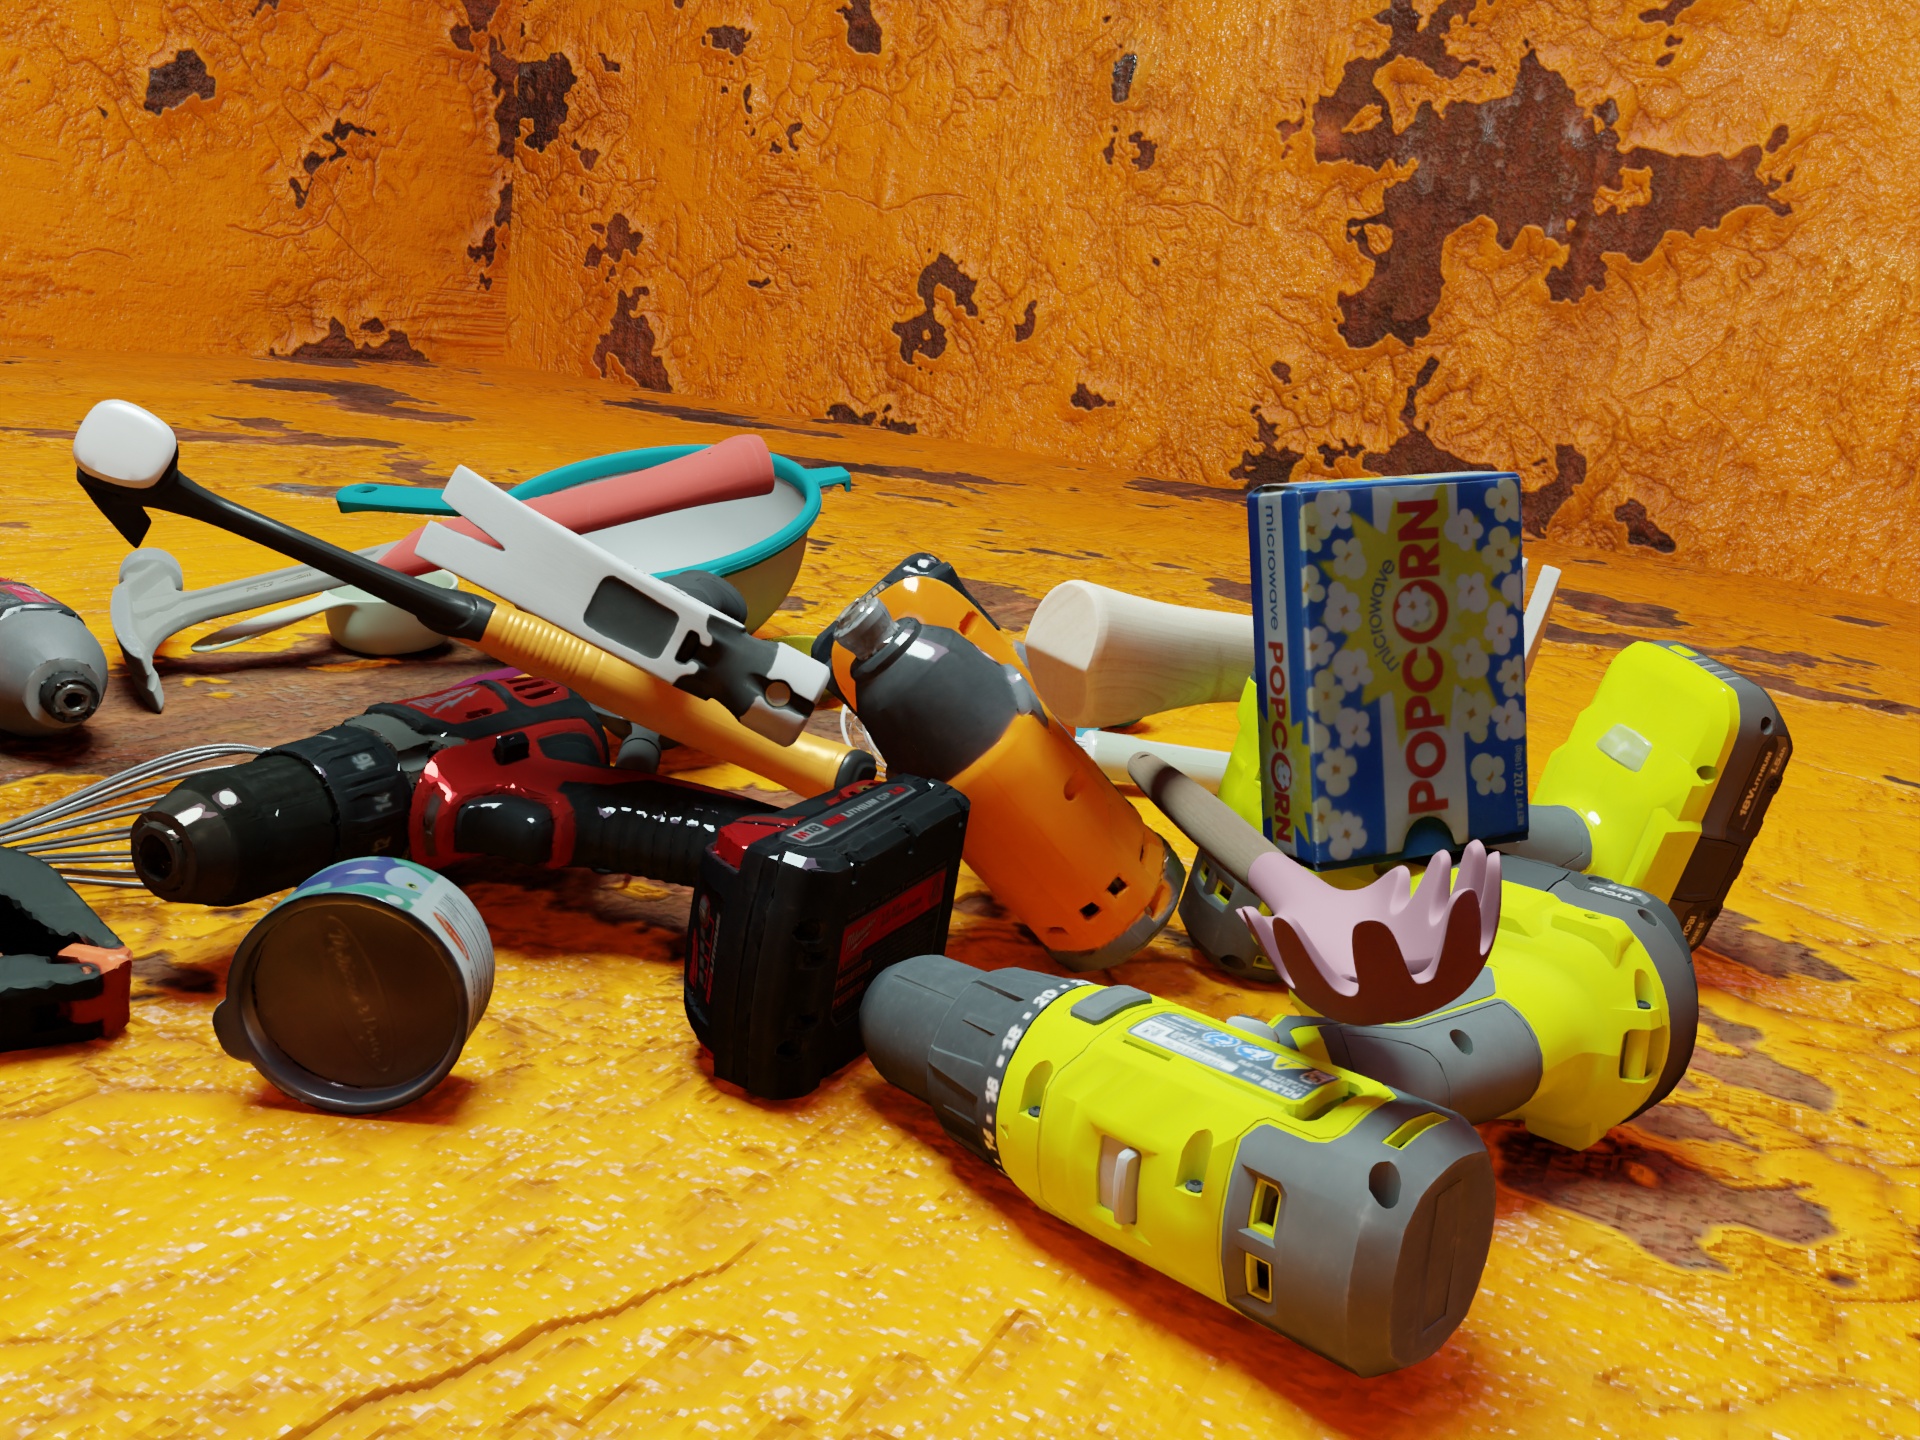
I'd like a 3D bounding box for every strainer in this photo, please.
[{"bbox_3d":[-0.150,0.014,0.742,0.087,0.050,0.259,5,20,-6],"label":"strainer"},{"bbox_3d":[-0.246,-0.097,1.003,0.340,0.095,0.211,7,32,21],"label":"strainer"}]

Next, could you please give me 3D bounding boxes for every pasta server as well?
[{"bbox_3d":[0.090,0.036,0.508,0.060,0.040,0.316,-16,10,-3],"label":"pasta server"}]

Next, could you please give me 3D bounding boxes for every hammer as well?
[{"bbox_3d":[-0.271,-0.097,0.876,0.359,0.036,0.149,-18,33,-21],"label":"hammer"},{"bbox_3d":[0.164,-0.028,0.699,0.038,0.146,0.410,26,12,36],"label":"hammer"},{"bbox_3d":[-0.191,-0.034,0.672,0.336,0.034,0.127,25,-13,-17],"label":"hammer"},{"bbox_3d":[-0.129,-0.052,0.689,0.146,0.035,0.335,28,2,-7],"label":"hammer"}]

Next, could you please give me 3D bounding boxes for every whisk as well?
[{"bbox_3d":[0.058,0.015,0.833,0.246,0.059,0.058,8,-14,-13],"label":"whisk"},{"bbox_3d":[-0.331,0.043,0.534,0.239,0.055,0.055,-8,20,-33],"label":"whisk"}]

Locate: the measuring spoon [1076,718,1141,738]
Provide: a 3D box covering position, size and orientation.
[{"bbox_3d":[0.077,0.007,0.938,0.042,0.021,0.128,14,25,23],"label":"measuring spoon"}]

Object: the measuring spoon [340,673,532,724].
[{"bbox_3d":[-0.247,-0.012,0.776,0.117,0.011,0.021,-20,19,-21],"label":"measuring spoon"}]

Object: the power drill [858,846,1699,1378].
[{"bbox_3d":[0.101,0.096,0.485,0.228,0.080,0.191,-10,18,-44],"label":"power drill"}]

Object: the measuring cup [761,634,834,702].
[{"bbox_3d":[-0.123,-0.013,0.905,0.062,0.029,0.156,16,29,31],"label":"measuring cup"}]

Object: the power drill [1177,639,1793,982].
[{"bbox_3d":[0.210,0.022,0.635,0.223,0.171,0.080,5,23,-23],"label":"power drill"}]

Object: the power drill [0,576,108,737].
[{"bbox_3d":[-0.477,-0.022,0.657,0.143,0.078,0.219,21,17,40],"label":"power drill"}]

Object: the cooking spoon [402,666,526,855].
[{"bbox_3d":[-0.231,0.018,0.722,0.068,0.017,0.319,-14,17,-4],"label":"cooking spoon"}]

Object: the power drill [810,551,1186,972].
[{"bbox_3d":[-0.001,-0.002,0.662,0.164,0.084,0.227,48,2,-18],"label":"power drill"}]

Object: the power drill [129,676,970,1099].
[{"bbox_3d":[-0.131,0.045,0.531,0.227,0.080,0.188,16,17,22],"label":"power drill"}]

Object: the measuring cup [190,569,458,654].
[{"bbox_3d":[-0.359,-0.050,0.903,0.083,0.038,0.167,15,26,28],"label":"measuring cup"}]
